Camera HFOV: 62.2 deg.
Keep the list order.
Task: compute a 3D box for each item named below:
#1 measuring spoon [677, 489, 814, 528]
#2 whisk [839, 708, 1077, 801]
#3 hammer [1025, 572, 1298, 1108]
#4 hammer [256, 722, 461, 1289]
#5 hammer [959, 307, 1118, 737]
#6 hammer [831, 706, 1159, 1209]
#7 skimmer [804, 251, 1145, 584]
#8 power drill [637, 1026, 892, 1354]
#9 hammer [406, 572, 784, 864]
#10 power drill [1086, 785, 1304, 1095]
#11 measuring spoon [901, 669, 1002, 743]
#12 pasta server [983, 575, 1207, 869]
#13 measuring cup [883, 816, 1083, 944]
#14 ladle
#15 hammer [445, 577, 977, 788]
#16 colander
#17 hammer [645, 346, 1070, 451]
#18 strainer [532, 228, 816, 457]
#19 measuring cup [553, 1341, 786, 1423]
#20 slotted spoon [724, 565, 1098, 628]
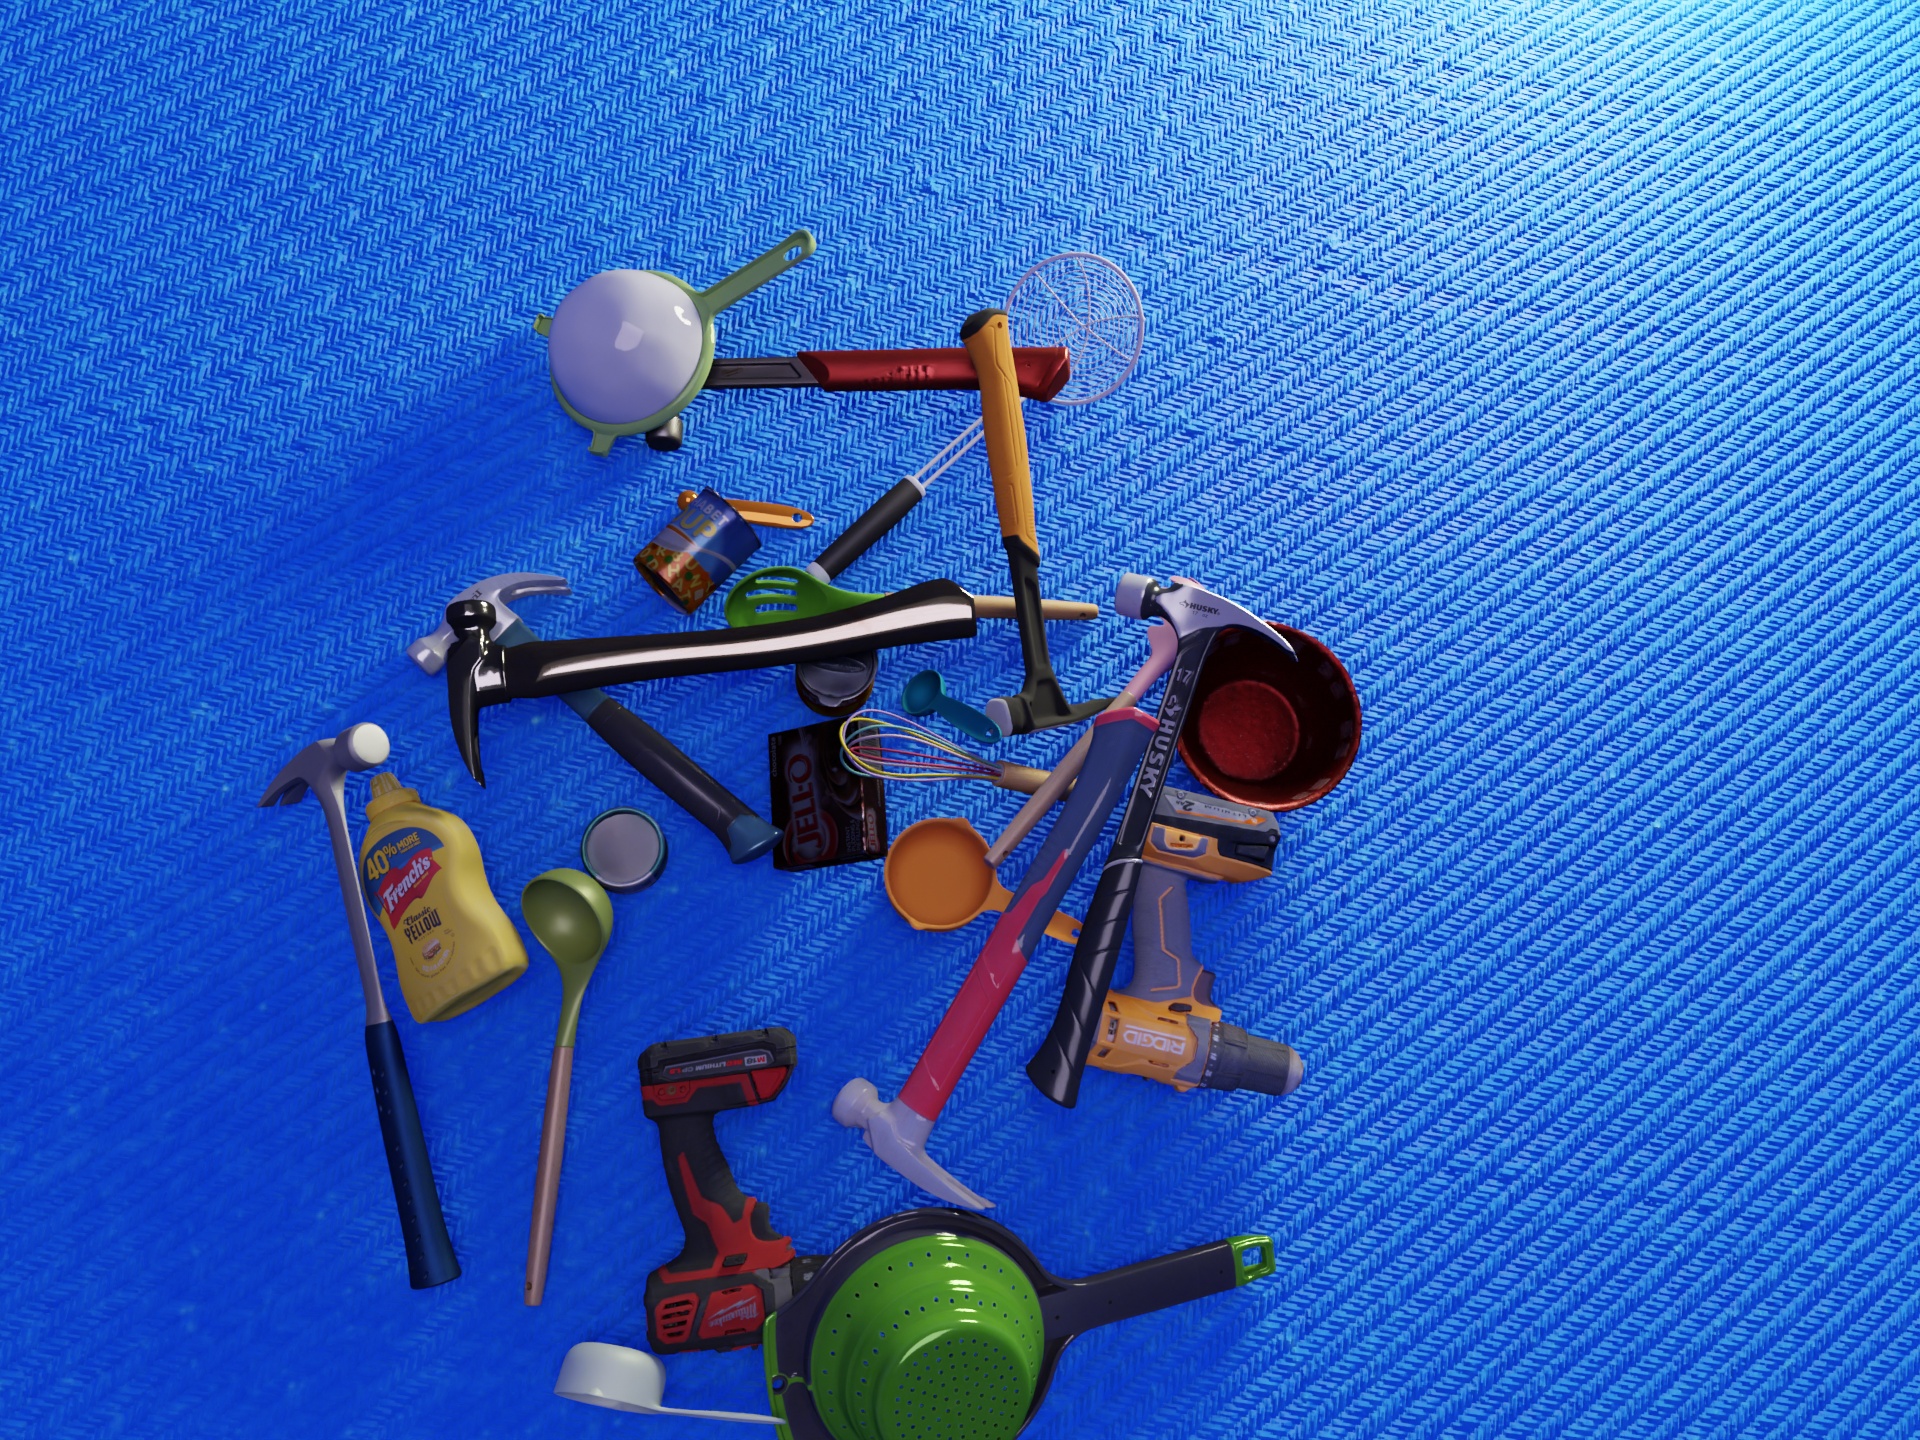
[{"bbox_3d":[-0.181,-0.178,1.342,0.117,0.011,0.021,9,75,-4],"label":"measuring spoon"},{"bbox_3d":[0.011,0.041,1.245,0.244,0.047,0.051,14,105,-31],"label":"whisk"},{"bbox_3d":[0.135,0.093,1.212,0.149,0.036,0.409,16,83,21],"label":"hammer"},{"bbox_3d":[-0.435,0.214,1.178,0.035,0.144,0.405,-7,81,-52],"label":"hammer"},{"bbox_3d":[0.052,-0.160,1.275,0.127,0.034,0.337,-12,94,-39],"label":"hammer"},{"bbox_3d":[0.053,0.169,1.185,0.143,0.038,0.386,30,91,27],"label":"hammer"},{"bbox_3d":[0.006,-0.248,1.338,0.127,0.090,0.363,44,76,6],"label":"skimmer"},{"bbox_3d":[-0.147,0.345,1.180,0.188,0.080,0.227,-6,79,-7],"label":"power drill"},{"bbox_3d":[-0.277,0.002,1.262,0.331,0.033,0.128,38,74,10],"label":"hammer"},{"bbox_3d":[0.194,0.180,1.255,0.185,0.084,0.226,14,79,-2],"label":"power drill"},{"bbox_3d":[-0.002,-0.004,1.275,0.042,0.021,0.129,-55,42,-3],"label":"measuring spoon"},{"bbox_3d":[0.115,-0.001,1.280,0.316,0.040,0.060,-49,122,-21],"label":"pasta server"},{"bbox_3d":[0.021,0.141,1.258,0.173,0.052,0.095,24,76,1],"label":"measuring cup"},{"bbox_3d":[-0.309,0.271,1.192,0.078,0.062,0.320,-2,77,29],"label":"ladle"},{"bbox_3d":[-0.190,-0.046,1.238,0.410,0.038,0.146,-8,74,-3],"label":"hammer"},{"bbox_3d":[0.063,0.445,1.142,0.397,0.094,0.204,-10,97,-16],"label":"colander"},{"bbox_3d":[-0.088,-0.301,1.331,0.359,0.036,0.149,0,76,9],"label":"hammer"},{"bbox_3d":[-0.238,-0.342,1.307,0.256,0.069,0.152,-29,71,8],"label":"strainer"},{"bbox_3d":[-0.203,0.472,1.130,0.167,0.083,0.038,5,60,6],"label":"measuring cup"},{"bbox_3d":[-0.038,-0.095,1.322,0.313,0.070,0.031,1,38,-10],"label":"slotted spoon"}]
